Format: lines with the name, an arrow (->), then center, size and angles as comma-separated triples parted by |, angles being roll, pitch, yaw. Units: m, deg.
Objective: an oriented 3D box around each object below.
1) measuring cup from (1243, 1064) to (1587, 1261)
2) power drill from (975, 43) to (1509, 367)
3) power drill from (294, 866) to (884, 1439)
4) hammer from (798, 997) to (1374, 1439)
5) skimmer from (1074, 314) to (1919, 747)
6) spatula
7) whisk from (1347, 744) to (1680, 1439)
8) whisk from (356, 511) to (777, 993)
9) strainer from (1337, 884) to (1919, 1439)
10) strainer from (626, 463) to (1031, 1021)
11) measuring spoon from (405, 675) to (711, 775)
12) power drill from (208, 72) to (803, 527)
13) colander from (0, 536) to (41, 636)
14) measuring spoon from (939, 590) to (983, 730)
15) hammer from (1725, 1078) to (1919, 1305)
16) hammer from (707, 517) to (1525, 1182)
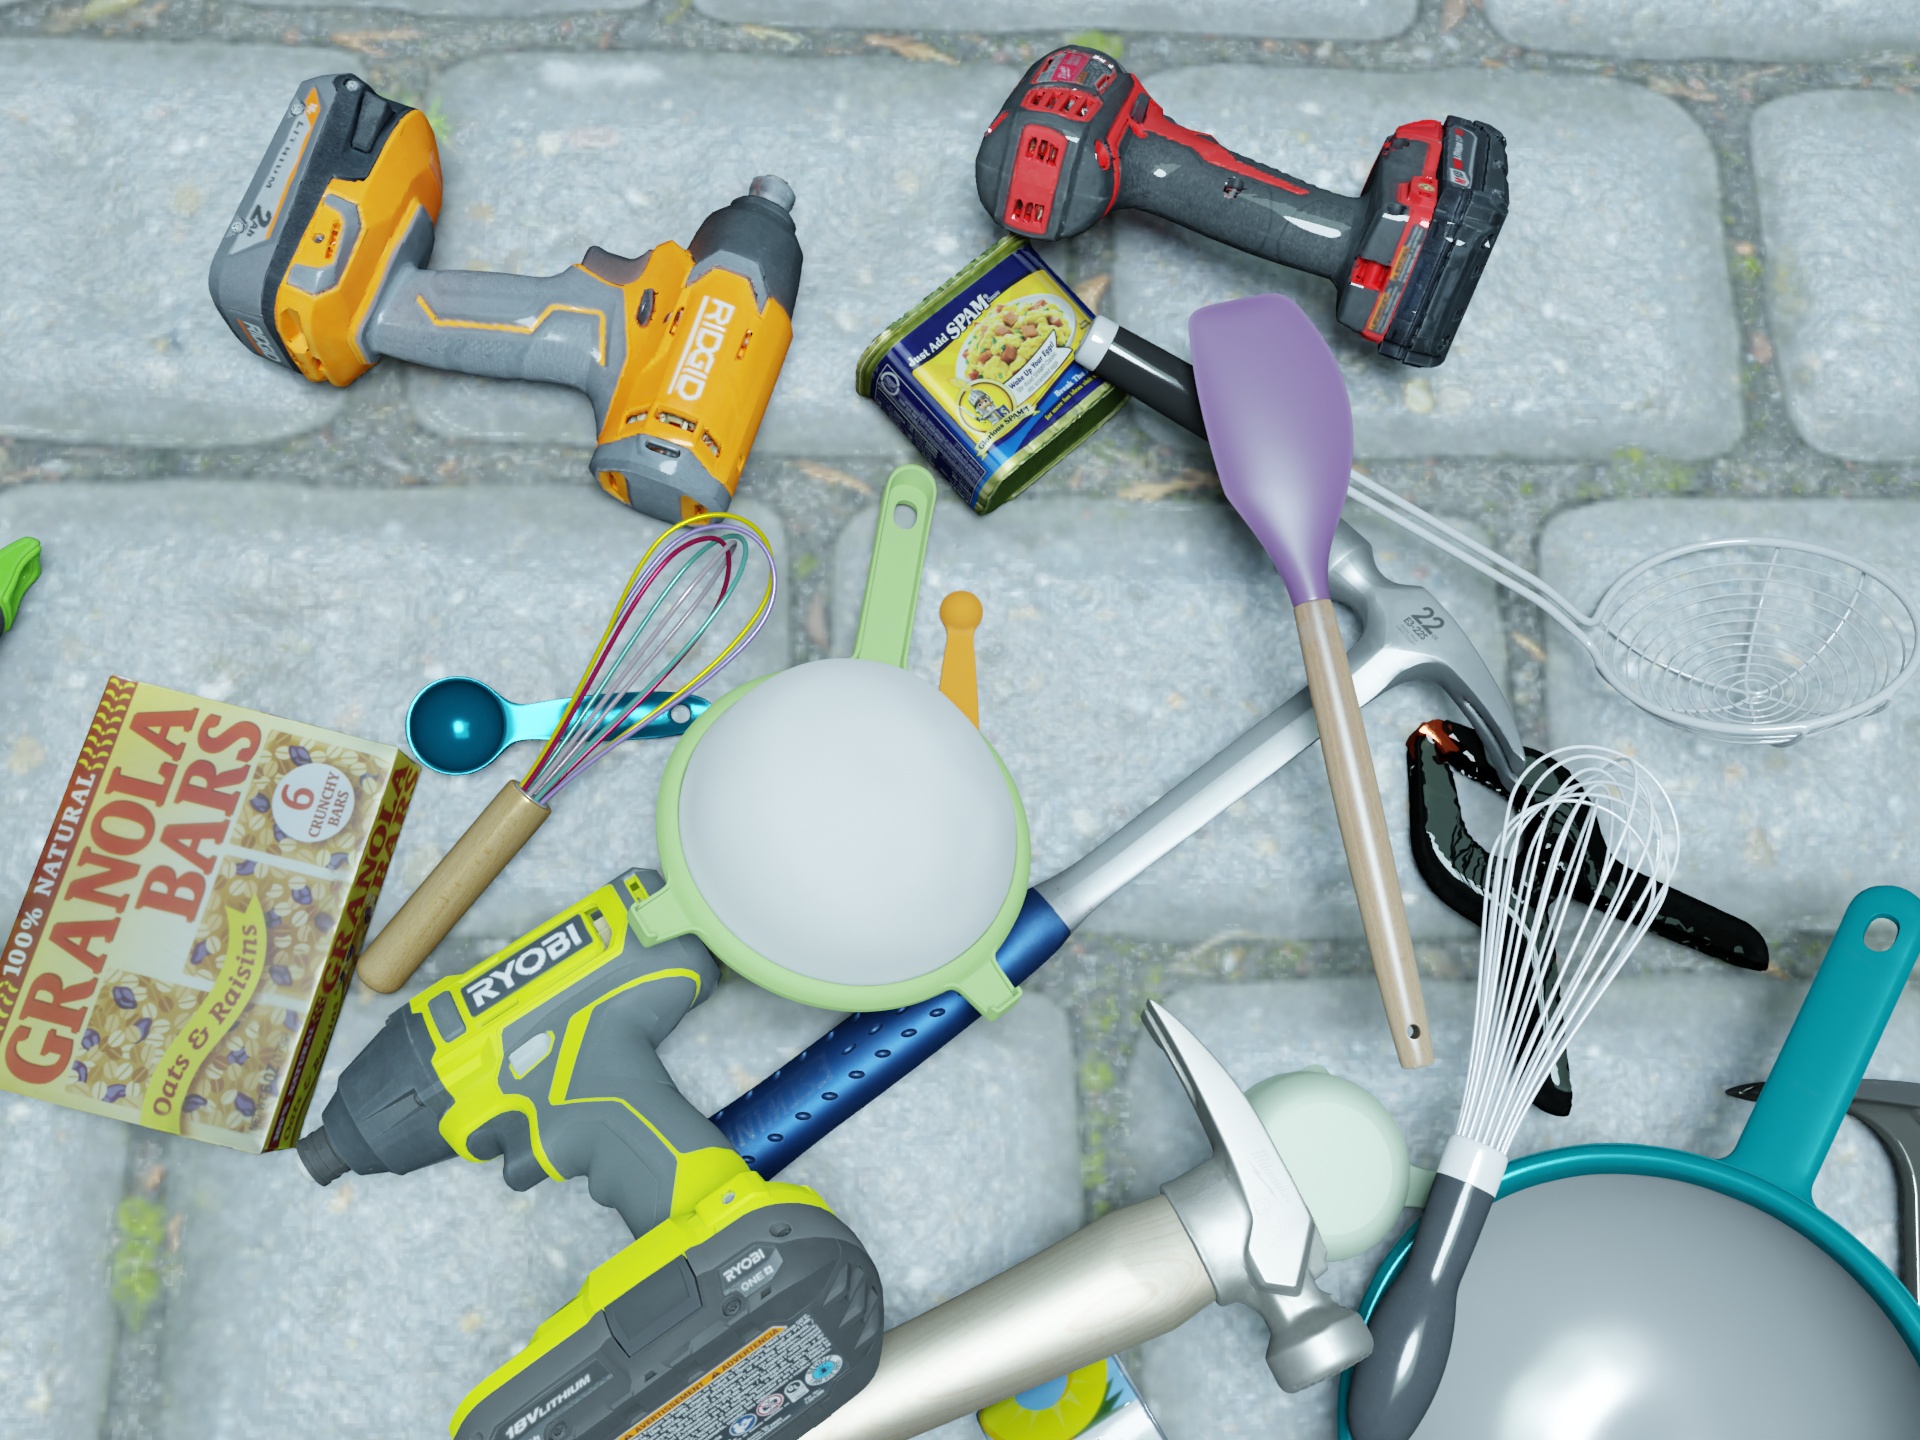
measuring cup -> 0.189, 0.191, 0.647 | 0.167, 0.038, 0.083 | 12, 76, 1
power drill -> 0.125, -0.244, 0.714 | 0.219, 0.078, 0.143 | 17, 40, 4
power drill -> -0.139, 0.167, 0.566 | 0.171, 0.080, 0.223 | -33, 42, -12
hammer -> -0.068, 0.243, 0.559 | 0.410, 0.038, 0.146 | -23, 67, -10
skimmer -> 0.224, -0.096, 0.671 | 0.363, 0.090, 0.127 | 28, 48, -6
spatula -> 0.147, -0.022, 0.629 | 0.060, 0.018, 0.316 | -10, 80, 2
whisk -> 0.207, 0.139, 0.604 | 0.070, 0.070, 0.285 | 24, 77, 2
whisk -> -0.165, 0.011, 0.654 | 0.245, 0.047, 0.051 | -50, 49, -1
strainer -> 0.288, 0.222, 0.605 | 0.211, 0.095, 0.340 | 23, 72, 35
strainer -> -0.030, -0.015, 0.633 | 0.151, 0.069, 0.257 | 14, 58, -9
measuring spoon -> -0.171, 0.001, 0.686 | 0.128, 0.021, 0.042 | -3, 85, -14
power drill -> -0.184, -0.195, 0.698 | 0.226, 0.084, 0.164 | 19, 76, -3
colander -> -0.408, 0.106, 0.587 | 0.094, 0.204, 0.397 | 25, 57, -18
measuring spoon -> -0.001, -0.002, 0.696 | 0.021, 0.011, 0.117 | 3, 76, -3
hammer -> 0.381, 0.327, 0.629 | 0.149, 0.036, 0.359 | 8, 76, -2
hammer -> 0.050, 0.076, 0.655 | 0.405, 0.035, 0.144 | -36, 62, -8
